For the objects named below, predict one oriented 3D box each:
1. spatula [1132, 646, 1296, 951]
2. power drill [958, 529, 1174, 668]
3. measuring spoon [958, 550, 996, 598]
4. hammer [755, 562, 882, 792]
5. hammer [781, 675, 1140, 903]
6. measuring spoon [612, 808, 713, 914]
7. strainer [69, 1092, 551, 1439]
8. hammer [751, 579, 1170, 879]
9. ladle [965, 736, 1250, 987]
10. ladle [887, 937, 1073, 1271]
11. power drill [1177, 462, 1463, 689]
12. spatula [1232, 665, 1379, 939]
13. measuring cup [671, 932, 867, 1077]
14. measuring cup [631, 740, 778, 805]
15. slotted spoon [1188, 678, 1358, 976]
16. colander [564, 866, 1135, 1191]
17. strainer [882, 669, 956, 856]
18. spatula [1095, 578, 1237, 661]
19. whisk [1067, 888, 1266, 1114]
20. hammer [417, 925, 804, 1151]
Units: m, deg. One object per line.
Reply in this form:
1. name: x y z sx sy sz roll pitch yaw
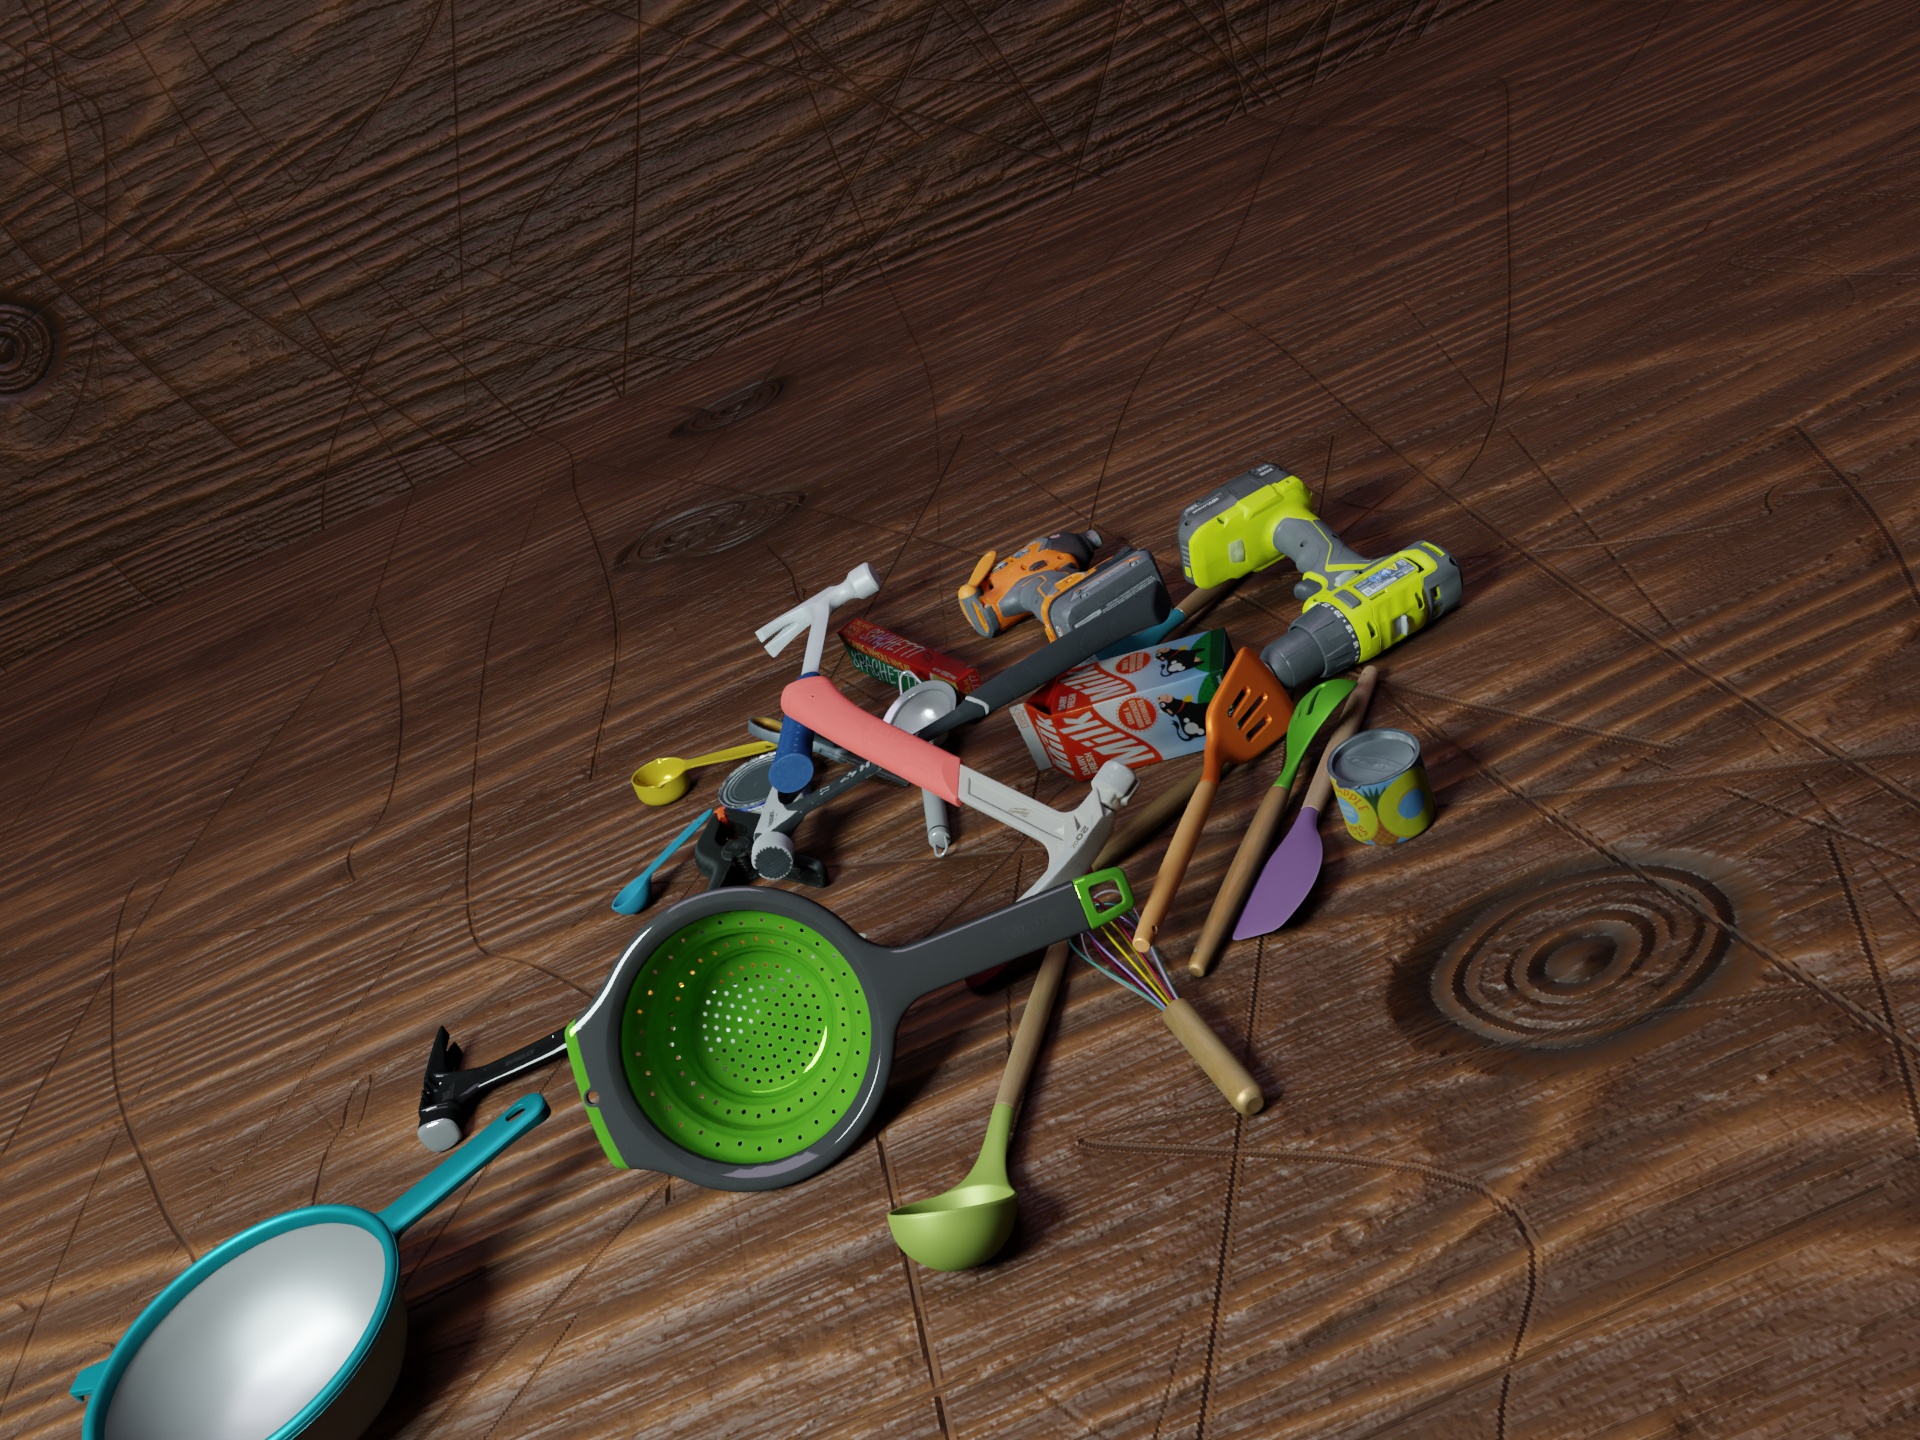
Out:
1. spatula: 0.184 0.060 1.178 0.041 0.081 0.323 -28 18 37
2. power drill: 0.113 -0.131 1.571 0.164 0.084 0.227 -33 25 -15
3. measuring spoon: 0.017 -0.151 1.610 0.021 0.011 0.117 -18 22 23
4. hammer: -0.151 -0.040 1.545 0.144 0.035 0.406 -29 23 13
5. hammer: -0.031 0.044 1.261 0.359 0.036 0.149 24 69 43
6. measuring spoon: -0.267 0.132 1.459 0.128 0.021 0.042 -47 19 -21
7. strainer: -0.399 0.391 1.061 0.340 0.095 0.211 -39 34 -29
8. hammer: -0.002 -0.004 1.357 0.409 0.036 0.149 -30 23 11
9. ladle: 0.117 0.100 1.223 0.315 0.031 0.069 -35 9 -25
10. ladle: 0.031 0.228 1.045 0.078 0.062 0.320 -14 27 26
11. power drill: 0.291 -0.123 1.383 0.190 0.080 0.229 -30 43 -13
12. spatula: 0.271 0.053 1.192 0.060 0.018 0.316 -25 21 42
13. measuring cup: -0.138 0.218 1.214 0.167 0.038 0.083 -29 28 -13
14. measuring cup: -0.253 0.051 1.611 0.156 0.029 0.062 -14 27 -6
15. slotted spoon: 0.230 0.069 1.179 0.314 0.031 0.070 -56 3 -38
16. colander: -0.069 0.187 1.114 0.397 0.204 0.094 -21 -4 -1
17. strainer: -0.028 0.041 1.427 0.087 0.050 0.259 -32 32 15
18. spatula: 0.226 -0.113 1.483 0.317 0.082 0.044 -39 1 -33
19. whisk: 0.131 0.181 1.059 0.051 0.047 0.245 -23 31 -11
20. hammer: -0.280 0.237 1.295 0.337 0.034 0.127 -24 29 1
